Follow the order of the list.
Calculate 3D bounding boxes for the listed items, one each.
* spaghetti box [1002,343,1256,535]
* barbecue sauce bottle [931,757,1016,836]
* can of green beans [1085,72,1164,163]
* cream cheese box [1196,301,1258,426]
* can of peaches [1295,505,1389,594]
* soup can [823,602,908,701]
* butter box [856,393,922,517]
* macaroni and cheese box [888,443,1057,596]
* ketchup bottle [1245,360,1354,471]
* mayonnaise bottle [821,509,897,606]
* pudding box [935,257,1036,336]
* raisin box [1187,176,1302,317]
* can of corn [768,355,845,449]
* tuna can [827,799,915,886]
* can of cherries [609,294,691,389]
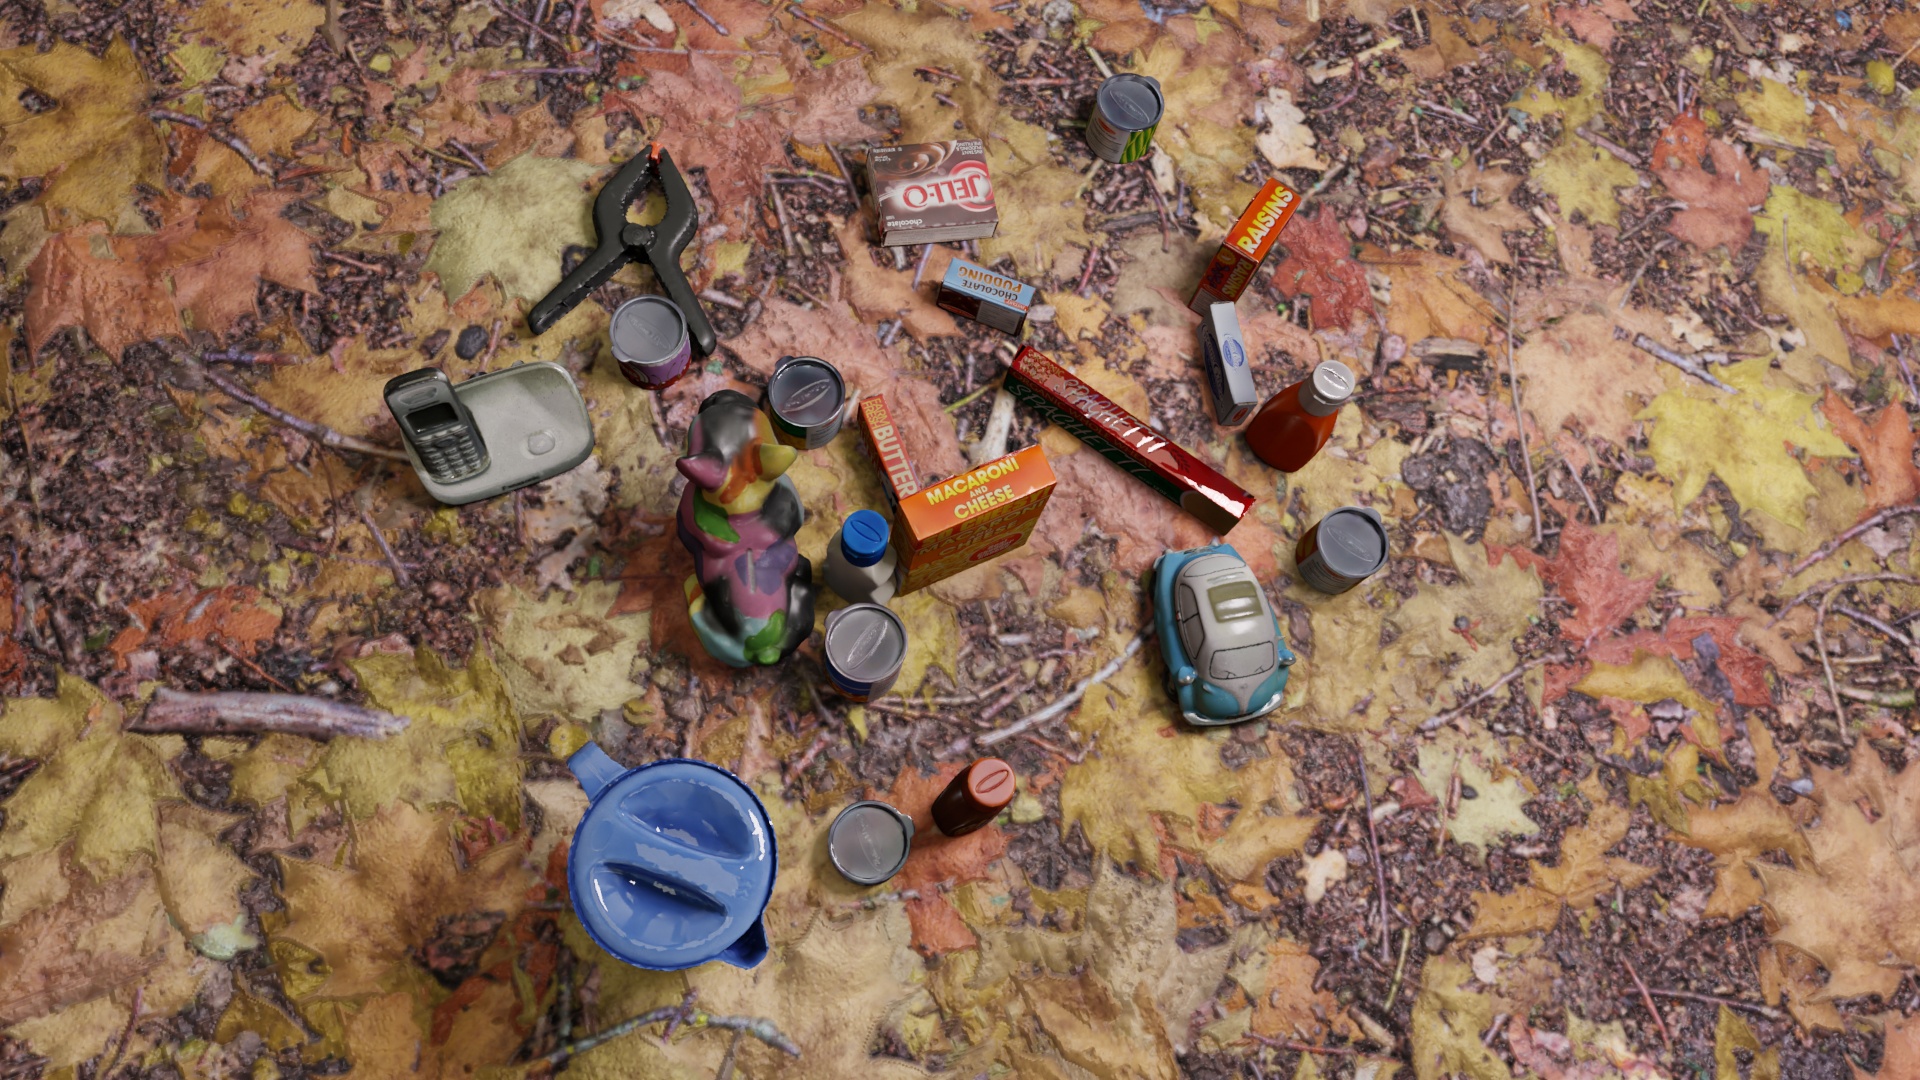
[{"bbox_3d":[0.148,-0.090,1.246,0.250,0.050,0.029,34,72,5],"label":"spaghetti box"},{"bbox_3d":[0.014,0.197,1.082,0.065,0.148,0.044,-29,78,-15],"label":"barbecue sauce bottle"},{"bbox_3d":[0.159,-0.409,1.350,0.071,0.057,0.071,2,72,-6],"label":"can of green beans"},{"bbox_3d":[0.245,-0.162,1.281,0.024,0.053,0.104,-7,73,-9],"label":"cream cheese box"},{"bbox_3d":[0.340,0.008,1.233,0.071,0.058,0.071,2,72,-6],"label":"can of peaches"},{"bbox_3d":[-0.081,0.091,1.140,0.071,0.083,0.071,2,72,-6],"label":"soup can"},{"bbox_3d":[-0.062,-0.072,1.213,0.024,0.053,0.103,-19,75,-12],"label":"butter box"},{"bbox_3d":[0.004,-0.014,1.142,0.124,0.166,0.040,-23,76,-13],"label":"macaroni and cheese box"},{"bbox_3d":[0.301,-0.110,1.220,0.065,0.148,0.044,36,72,5],"label":"ketchup bottle"},{"bbox_3d":[-0.080,0.015,1.131,0.065,0.147,0.041,33,72,4],"label":"mayonnaise bottle"},{"bbox_3d":[0.023,-0.223,1.275,0.084,0.049,0.030,20,71,0],"label":"pudding box"},{"bbox_3d":[0.260,-0.264,1.279,0.040,0.123,0.086,35,72,5],"label":"raisin box"},{"bbox_3d":[-0.136,-0.122,1.217,0.071,0.058,0.071,2,72,-6],"label":"can of corn"},{"bbox_3d":[-0.072,0.243,1.118,0.071,0.032,0.071,2,72,-6],"label":"tuna can"},{"bbox_3d":[-0.273,-0.172,1.217,0.071,0.058,0.071,2,72,-6],"label":"can of cherries"}]
